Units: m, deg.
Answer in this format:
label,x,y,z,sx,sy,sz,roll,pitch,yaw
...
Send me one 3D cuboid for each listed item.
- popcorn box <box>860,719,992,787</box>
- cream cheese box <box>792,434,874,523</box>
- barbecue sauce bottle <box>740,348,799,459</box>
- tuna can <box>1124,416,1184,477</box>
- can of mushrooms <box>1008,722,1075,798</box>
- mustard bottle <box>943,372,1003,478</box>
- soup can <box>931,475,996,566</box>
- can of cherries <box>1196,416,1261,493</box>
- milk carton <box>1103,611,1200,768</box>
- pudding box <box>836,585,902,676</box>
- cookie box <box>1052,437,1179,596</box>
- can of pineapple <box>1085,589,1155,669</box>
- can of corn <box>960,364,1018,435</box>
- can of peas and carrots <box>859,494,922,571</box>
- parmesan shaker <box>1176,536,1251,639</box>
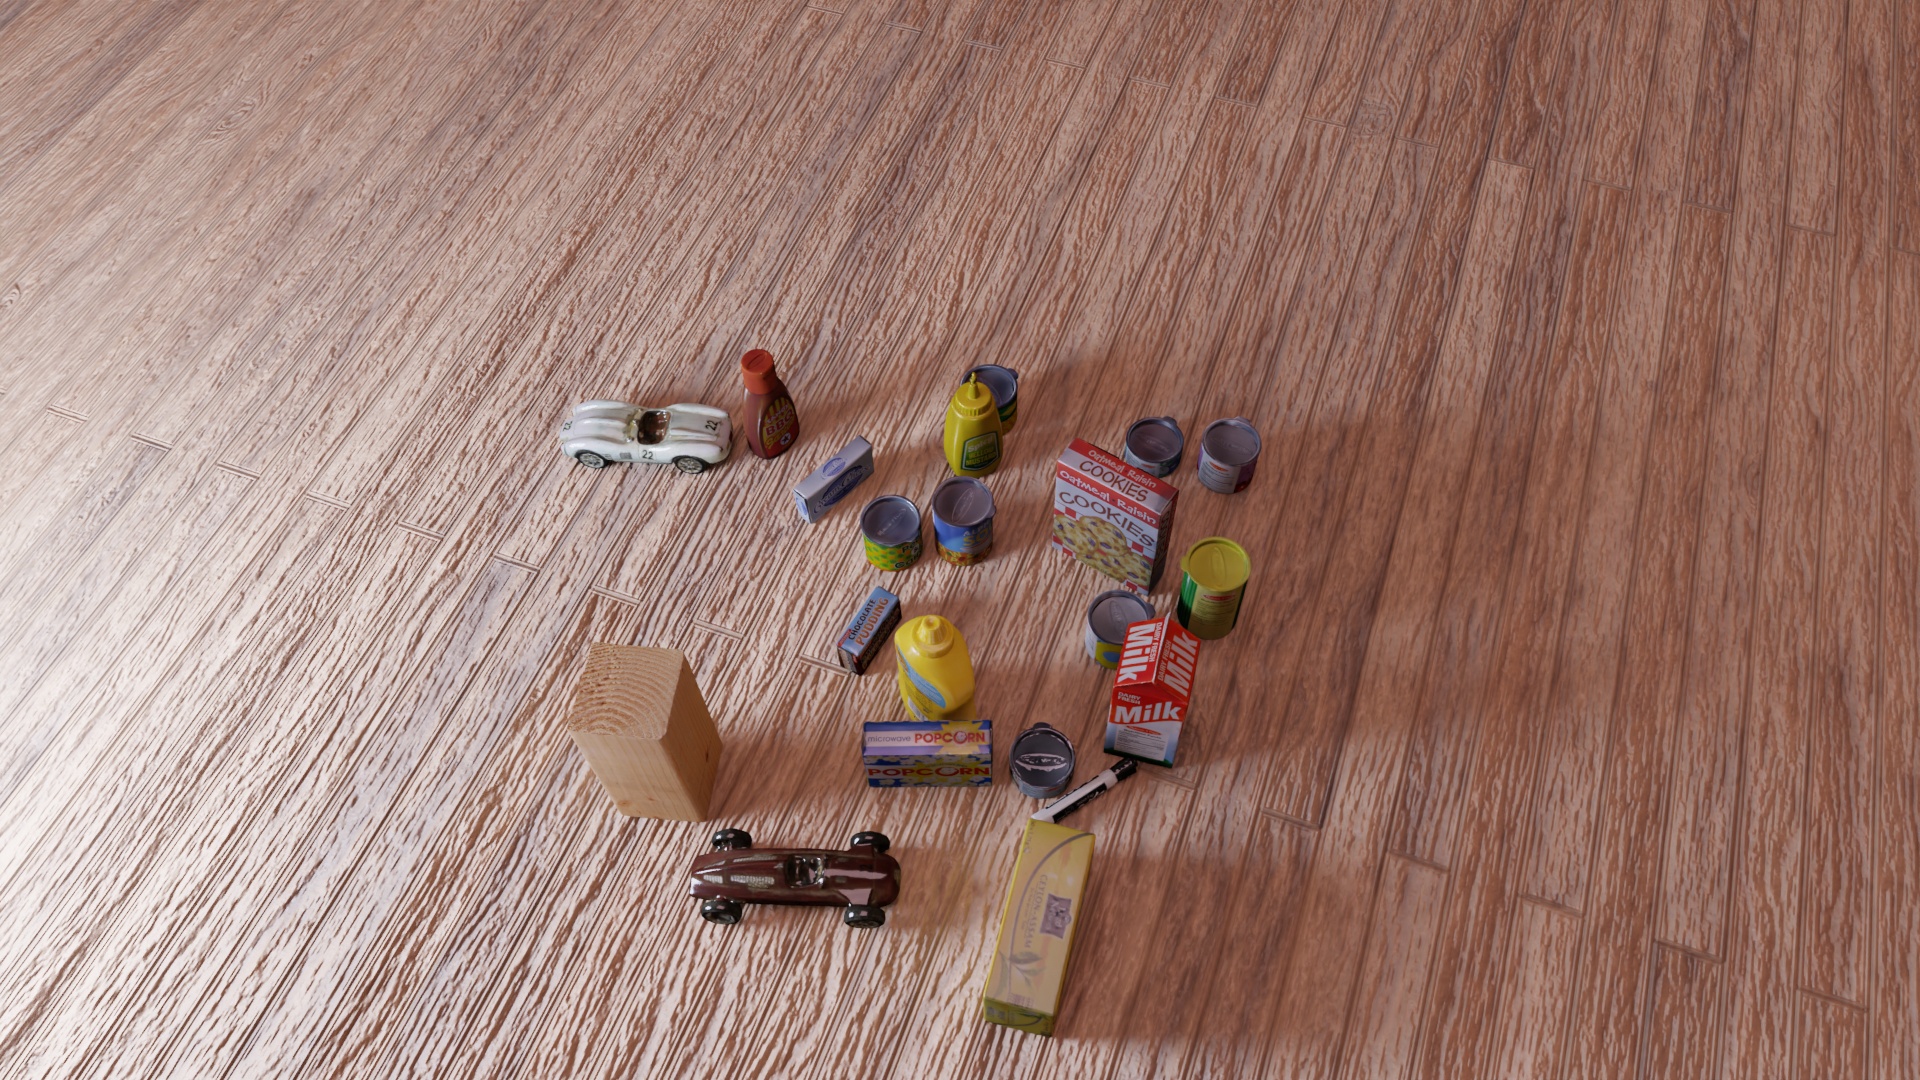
label,x,y,z,sx,sy,sz,roll,pitch,yaw
popcorn box,-0.031,0.210,1.367,0.127,0.084,0.038,-1,58,1
cream cheese box,-0.141,-0.068,1.568,0.024,0.053,0.104,39,66,23
barbecue sauce bottle,-0.220,-0.156,1.570,0.044,0.147,0.065,36,65,22
tuna can,0.223,-0.108,1.595,0.071,0.032,0.071,-1,57,1
can of mushrooms,0.081,0.220,1.388,0.071,0.033,0.071,-1,57,1
mustard bottle,0.014,-0.130,1.540,0.065,0.159,0.049,-20,59,-10
soup can,0.005,-0.019,1.514,0.071,0.083,0.072,-1,57,1
can of cherries,0.304,-0.097,1.570,0.071,0.058,0.072,-1,57,1
milk carton,0.186,0.143,1.341,0.073,0.189,0.073,12,59,9
pudding box,-0.096,0.095,1.464,0.030,0.049,0.084,26,62,17
cookie box,0.160,-0.023,1.463,0.123,0.166,0.040,29,63,18
can of pineapple,0.166,0.094,1.452,0.071,0.057,0.071,-1,57,1
can of corn,0.036,-0.163,1.621,0.071,0.058,0.071,-1,57,1
can of peas and carrots,-0.073,-0.006,1.523,0.071,0.058,0.071,-1,57,1
parmesan shaker,0.260,0.050,1.451,0.071,0.102,0.071,-1,58,1
